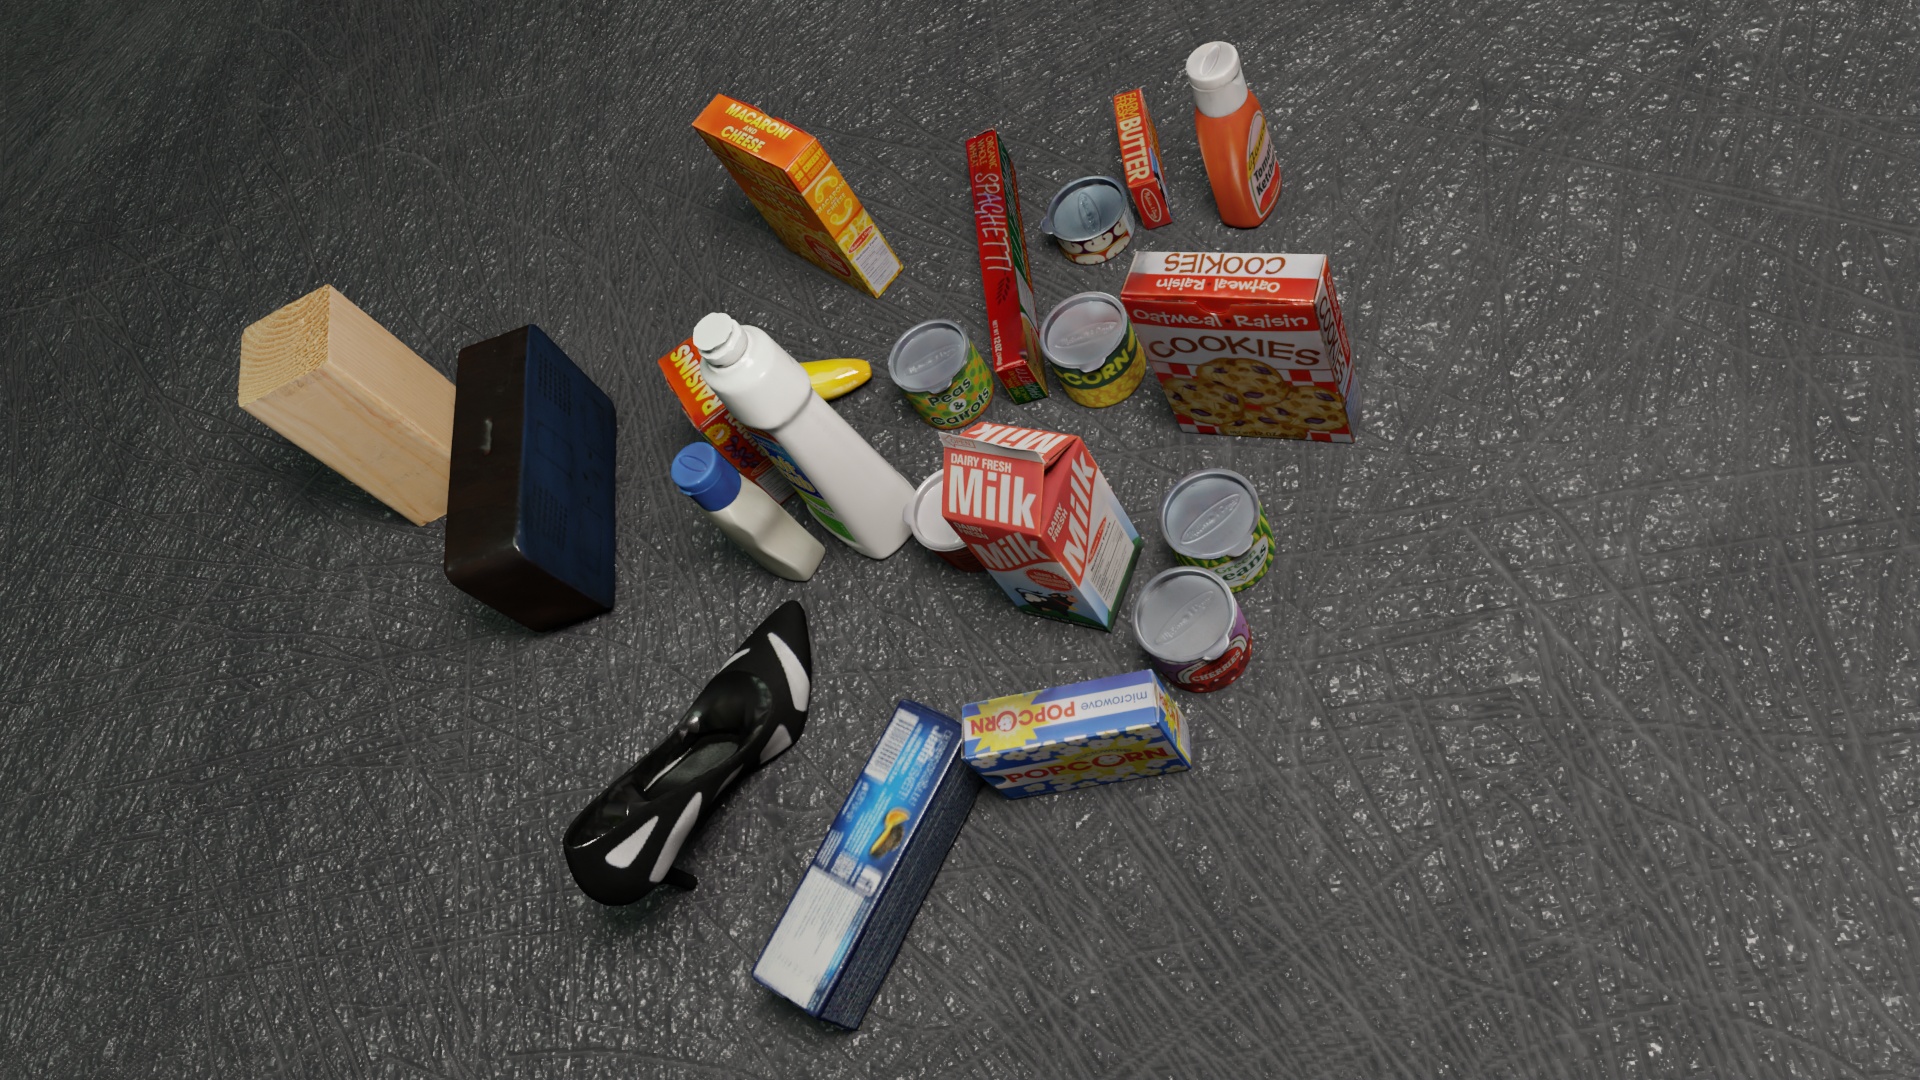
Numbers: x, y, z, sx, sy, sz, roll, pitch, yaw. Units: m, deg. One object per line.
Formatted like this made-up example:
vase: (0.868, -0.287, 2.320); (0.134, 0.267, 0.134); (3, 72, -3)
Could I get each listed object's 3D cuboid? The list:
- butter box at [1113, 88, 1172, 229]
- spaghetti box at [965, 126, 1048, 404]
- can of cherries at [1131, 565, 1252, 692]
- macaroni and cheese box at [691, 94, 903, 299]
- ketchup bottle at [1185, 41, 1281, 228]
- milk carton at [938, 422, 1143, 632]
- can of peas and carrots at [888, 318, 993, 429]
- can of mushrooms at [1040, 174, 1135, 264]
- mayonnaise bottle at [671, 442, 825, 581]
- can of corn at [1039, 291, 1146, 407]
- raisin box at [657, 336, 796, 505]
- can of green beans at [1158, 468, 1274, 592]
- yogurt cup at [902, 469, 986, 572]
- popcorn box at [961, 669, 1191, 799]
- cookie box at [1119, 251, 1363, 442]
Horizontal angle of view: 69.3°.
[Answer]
butter box: (0.144, -0.303, 1.100); (0.024, 0.053, 0.104); (-14, 58, 17)
spaghetti box: (0.036, -0.223, 1.106); (0.028, 0.050, 0.251); (-16, 58, 16)
can of cherries: (0.151, 0.060, 0.892); (0.071, 0.058, 0.072); (-11, 59, 19)
macaroni and cheese box: (-0.131, -0.282, 1.142); (0.124, 0.166, 0.040); (33, 80, 34)
ketchup bottle: (0.198, -0.297, 1.015); (0.043, 0.148, 0.065); (13, 69, 29)
milk carton: (0.050, -0.016, 0.897); (0.072, 0.190, 0.073); (12, 69, 29)
can of peas and carrots: (-0.013, -0.126, 1.068); (0.071, 0.058, 0.071); (-11, 59, 19)
can of mushrooms: (0.102, -0.254, 1.104); (0.071, 0.033, 0.071); (-11, 59, 19)
mayonnaise bottle: (-0.157, -0.020, 1.019); (0.065, 0.147, 0.041); (22, 74, 32)
can of corn: (0.099, -0.138, 1.025); (0.071, 0.058, 0.071); (-11, 59, 19)
raisin box: (-0.175, -0.092, 1.081); (0.040, 0.123, 0.086); (-37, 55, 2)
can of green beans: (0.171, -0.005, 0.919); (0.071, 0.057, 0.071); (-11, 59, 19)
yogurt cup: (0.004, -0.013, 1.000); (0.072, 0.053, 0.073); (-11, 59, 19)
popcorn box: (0.074, 0.124, 0.874); (0.126, 0.085, 0.038); (-13, 59, 17)
cookie box: (0.188, -0.124, 0.911); (0.123, 0.167, 0.040); (6, 66, 27)
